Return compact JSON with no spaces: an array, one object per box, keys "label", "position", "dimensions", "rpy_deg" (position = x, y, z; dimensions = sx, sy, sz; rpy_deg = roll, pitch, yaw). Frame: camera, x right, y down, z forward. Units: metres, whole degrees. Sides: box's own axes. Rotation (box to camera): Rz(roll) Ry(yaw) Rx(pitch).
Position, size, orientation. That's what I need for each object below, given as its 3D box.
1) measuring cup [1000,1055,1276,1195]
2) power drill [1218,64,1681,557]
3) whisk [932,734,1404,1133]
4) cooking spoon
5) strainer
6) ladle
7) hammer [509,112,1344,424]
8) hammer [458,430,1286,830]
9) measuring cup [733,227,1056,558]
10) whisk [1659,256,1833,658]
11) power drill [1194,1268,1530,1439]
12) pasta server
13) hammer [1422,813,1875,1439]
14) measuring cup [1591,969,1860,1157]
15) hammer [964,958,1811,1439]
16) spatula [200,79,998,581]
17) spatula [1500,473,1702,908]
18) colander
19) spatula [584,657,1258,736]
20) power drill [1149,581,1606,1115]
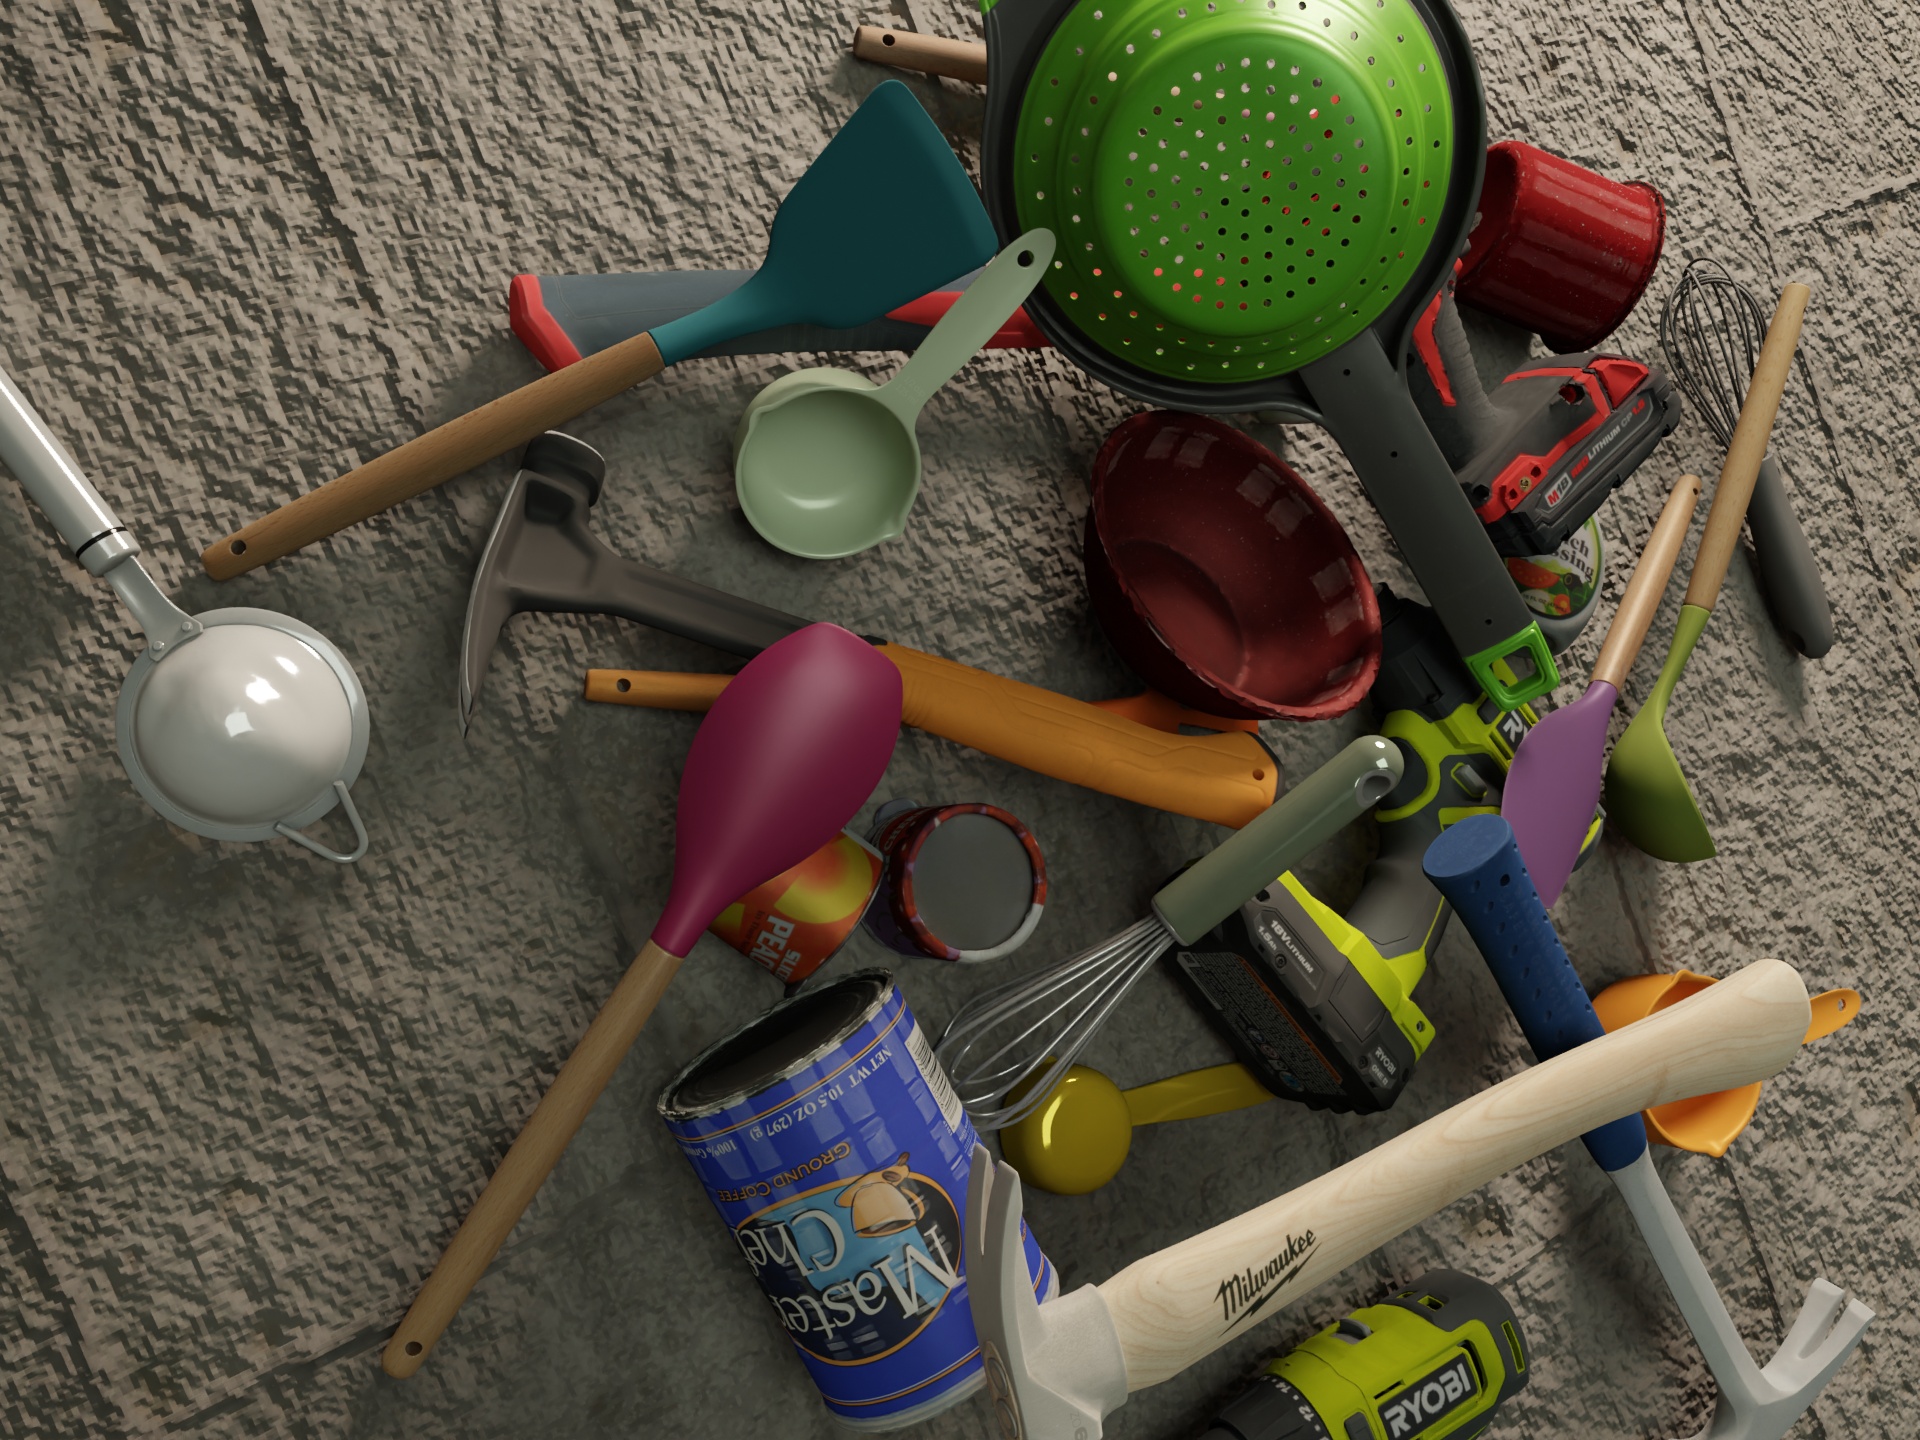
[{"label":"measuring cup","position":[0.092,0.174,0.714],"dimensions":[0.156,0.029,0.062],"rpy_deg":[-6,87,-25]},{"label":"power drill","position":[0.227,-0.193,0.734],"dimensions":[0.143,0.079,0.219],"rpy_deg":[-45,109,-9]},{"label":"whisk","position":[0.080,0.087,0.652],"dimensions":[0.246,0.059,0.057],"rpy_deg":[-39,128,8]},{"label":"cooking spoon","position":[-0.121,0.105,0.583],"dimensions":[0.068,0.017,0.319],"rpy_deg":[33,91,-18]},{"label":"strainer","position":[-0.297,-0.052,0.561],"dimensions":[0.087,0.050,0.258],"rpy_deg":[-36,96,-6]},{"label":"ladle","position":[0.409,-0.080,0.839],"dimensions":[0.078,0.062,0.320],"rpy_deg":[28,80,-61]},{"label":"hammer","position":[0.001,-0.196,0.696],"dimensions":[0.386,0.038,0.143],"rpy_deg":[-7,100,-23]},{"label":"hammer","position":[-0.024,-0.009,0.634],"dimensions":[0.336,0.034,0.127],"rpy_deg":[17,58,-13]},{"label":"measuring cup","position":[-0.026,-0.140,0.648],"dimensions":[0.167,0.038,0.083],"rpy_deg":[-45,122,13]},{"label":"whisk","position":[0.449,-0.145,0.896],"dimensions":[0.055,0.055,0.239],"rpy_deg":[-26,99,-24]},{"label":"power drill","position":[0.193,0.388,0.712],"dimensions":[0.190,0.080,0.228],"rpy_deg":[-19,90,-24]},{"label":"pasta server","position":[0.099,-0.296,0.770],"dimensions":[0.316,0.040,0.060],"rpy_deg":[3,84,-20]},{"label":"hammer","position":[0.319,0.206,0.748],"dimensions":[0.144,0.035,0.405],"rpy_deg":[-37,112,-10]},{"label":"measuring cup","position":[0.399,0.167,0.838],"dimensions":[0.173,0.052,0.095],"rpy_deg":[-11,89,-26]},{"label":"hammer","position":[0.191,0.168,0.635],"dimensions":[0.410,0.038,0.146],"rpy_deg":[-17,103,-24]},{"label":"spatula","position":[-0.140,-0.134,0.601],"dimensions":[0.317,0.044,0.082],"rpy_deg":[-29,85,-9]},{"label":"spatula","position":[0.330,-0.033,0.804],"dimensions":[0.059,0.018,0.316],"rpy_deg":[49,54,-15]},{"label":"colander","position":[0.152,-0.149,0.643],"dimensions":[0.204,0.095,0.396],"rpy_deg":[-30,109,17]},{"label":"spatula","position":[-0.001,-0.002,0.696],"dimensions":[0.322,0.041,0.081],"rpy_deg":[4,83,-19]},{"label":"power drill","position":[0.196,0.055,0.745],"dimensions":[0.171,0.080,0.223],"rpy_deg":[50,62,-12]}]
